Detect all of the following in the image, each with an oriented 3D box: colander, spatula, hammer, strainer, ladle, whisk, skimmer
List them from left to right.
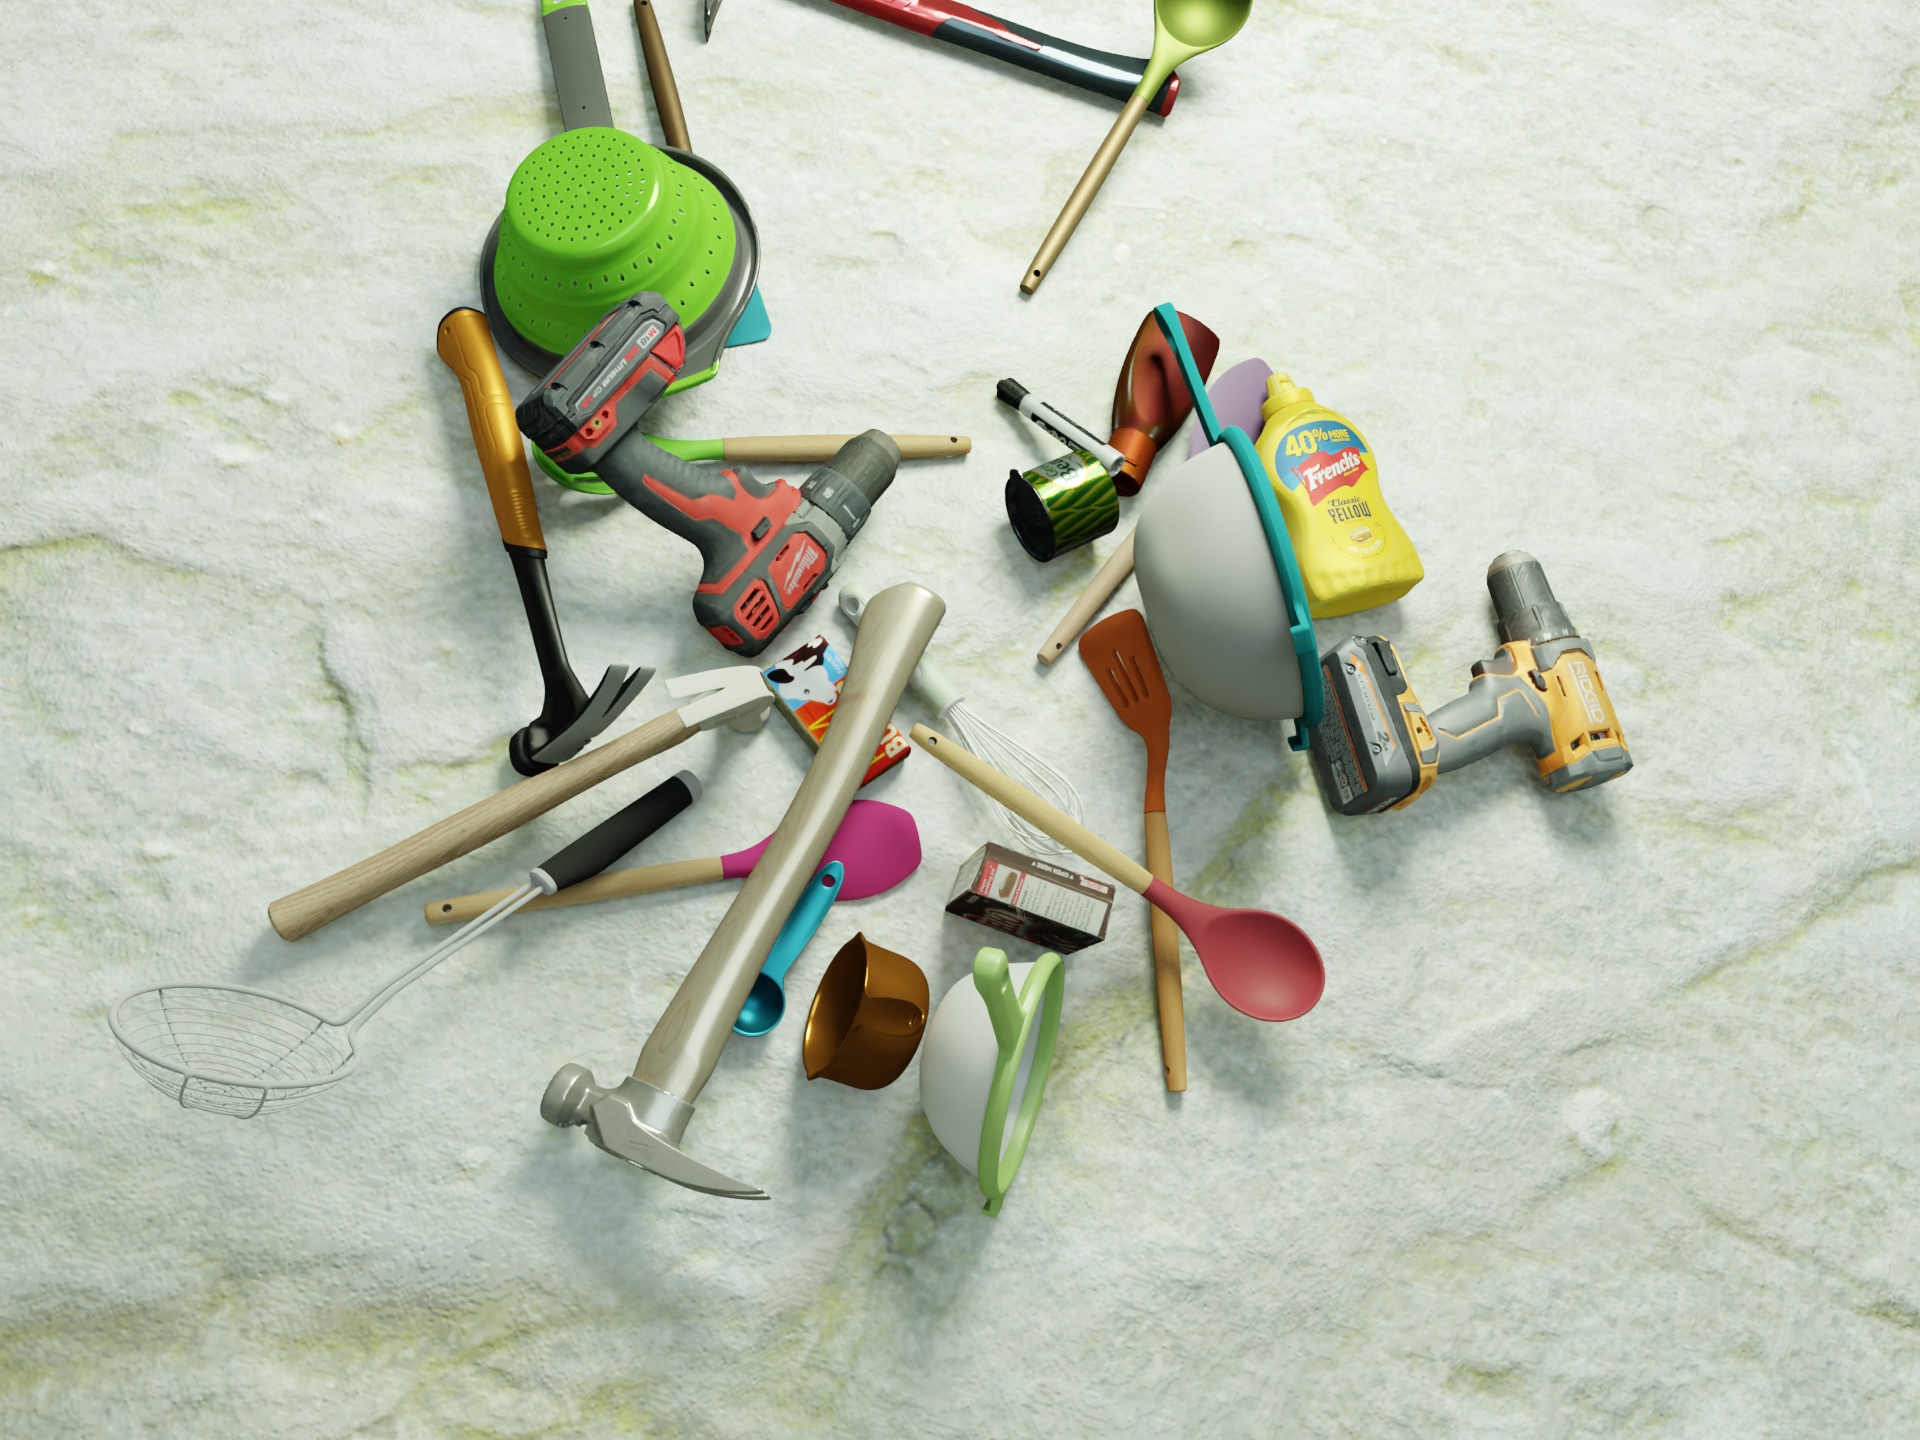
[{"bbox_3d":[-0.301,0.107,0.930,0.127,0.090,0.363,24,46,37],"label":"skimmer"},{"bbox_3d":[-0.290,-0.138,1.052,0.034,0.127,0.337,4,59,-48],"label":"hammer"},{"bbox_3d":[-0.268,0.049,0.989,0.331,0.130,0.031,-27,83,-10],"label":"hammer"},{"bbox_3d":[-0.268,-0.412,1.134,0.204,0.094,0.397,-16,68,0],"label":"colander"},{"bbox_3d":[-0.215,-0.425,1.208,0.082,0.044,0.318,-10,68,-14],"label":"spatula"},{"bbox_3d":[-0.100,0.091,1.003,0.146,0.038,0.411,22,69,13],"label":"hammer"},{"bbox_3d":[-0.012,-0.553,1.285,0.386,0.038,0.143,17,69,-5],"label":"hammer"},{"bbox_3d":[-0.002,-0.003,1.087,0.246,0.057,0.059,48,34,12],"label":"whisk"},{"bbox_3d":[0.006,0.182,0.923,0.069,0.256,0.152,12,62,14],"label":"strainer"},{"bbox_3d":[0.099,0.094,1.034,0.315,0.031,0.069,34,78,-2],"label":"ladle"},{"bbox_3d":[0.132,-0.470,1.246,0.078,0.062,0.320,31,80,-8],"label":"ladle"},{"bbox_3d":[0.126,0.087,1.078,0.041,0.081,0.323,4,74,-27],"label":"spatula"},{"bbox_3d":[0.150,-0.158,1.183,0.059,0.018,0.316,46,68,-20],"label":"spatula"},{"bbox_3d":[0.156,-0.143,1.105,0.095,0.210,0.341,-17,67,4],"label":"strainer"}]

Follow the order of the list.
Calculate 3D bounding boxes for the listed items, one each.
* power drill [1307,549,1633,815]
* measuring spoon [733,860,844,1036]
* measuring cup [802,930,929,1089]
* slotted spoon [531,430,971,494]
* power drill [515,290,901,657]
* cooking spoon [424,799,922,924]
[{"bbox_3d":[0.360,-0.029,1.150,0.226,0.084,0.185,-8,72,-18],"label":"power drill"},{"bbox_3d":[-0.111,0.146,1.022,0.042,0.021,0.129,33,67,-2],"label":"measuring spoon"},{"bbox_3d":[-0.038,0.180,0.946,0.052,0.173,0.095,24,75,-21],"label":"measuring cup"},{"bbox_3d":[-0.144,-0.192,1.135,0.313,0.031,0.070,-4,63,-15],"label":"slotted spoon"},{"bbox_3d":[-0.158,-0.178,1.061,0.226,0.080,0.188,45,71,-23],"label":"power drill"},{"bbox_3d":[-0.180,0.099,1.027,0.319,0.017,0.069,-8,72,-14],"label":"cooking spoon"}]
